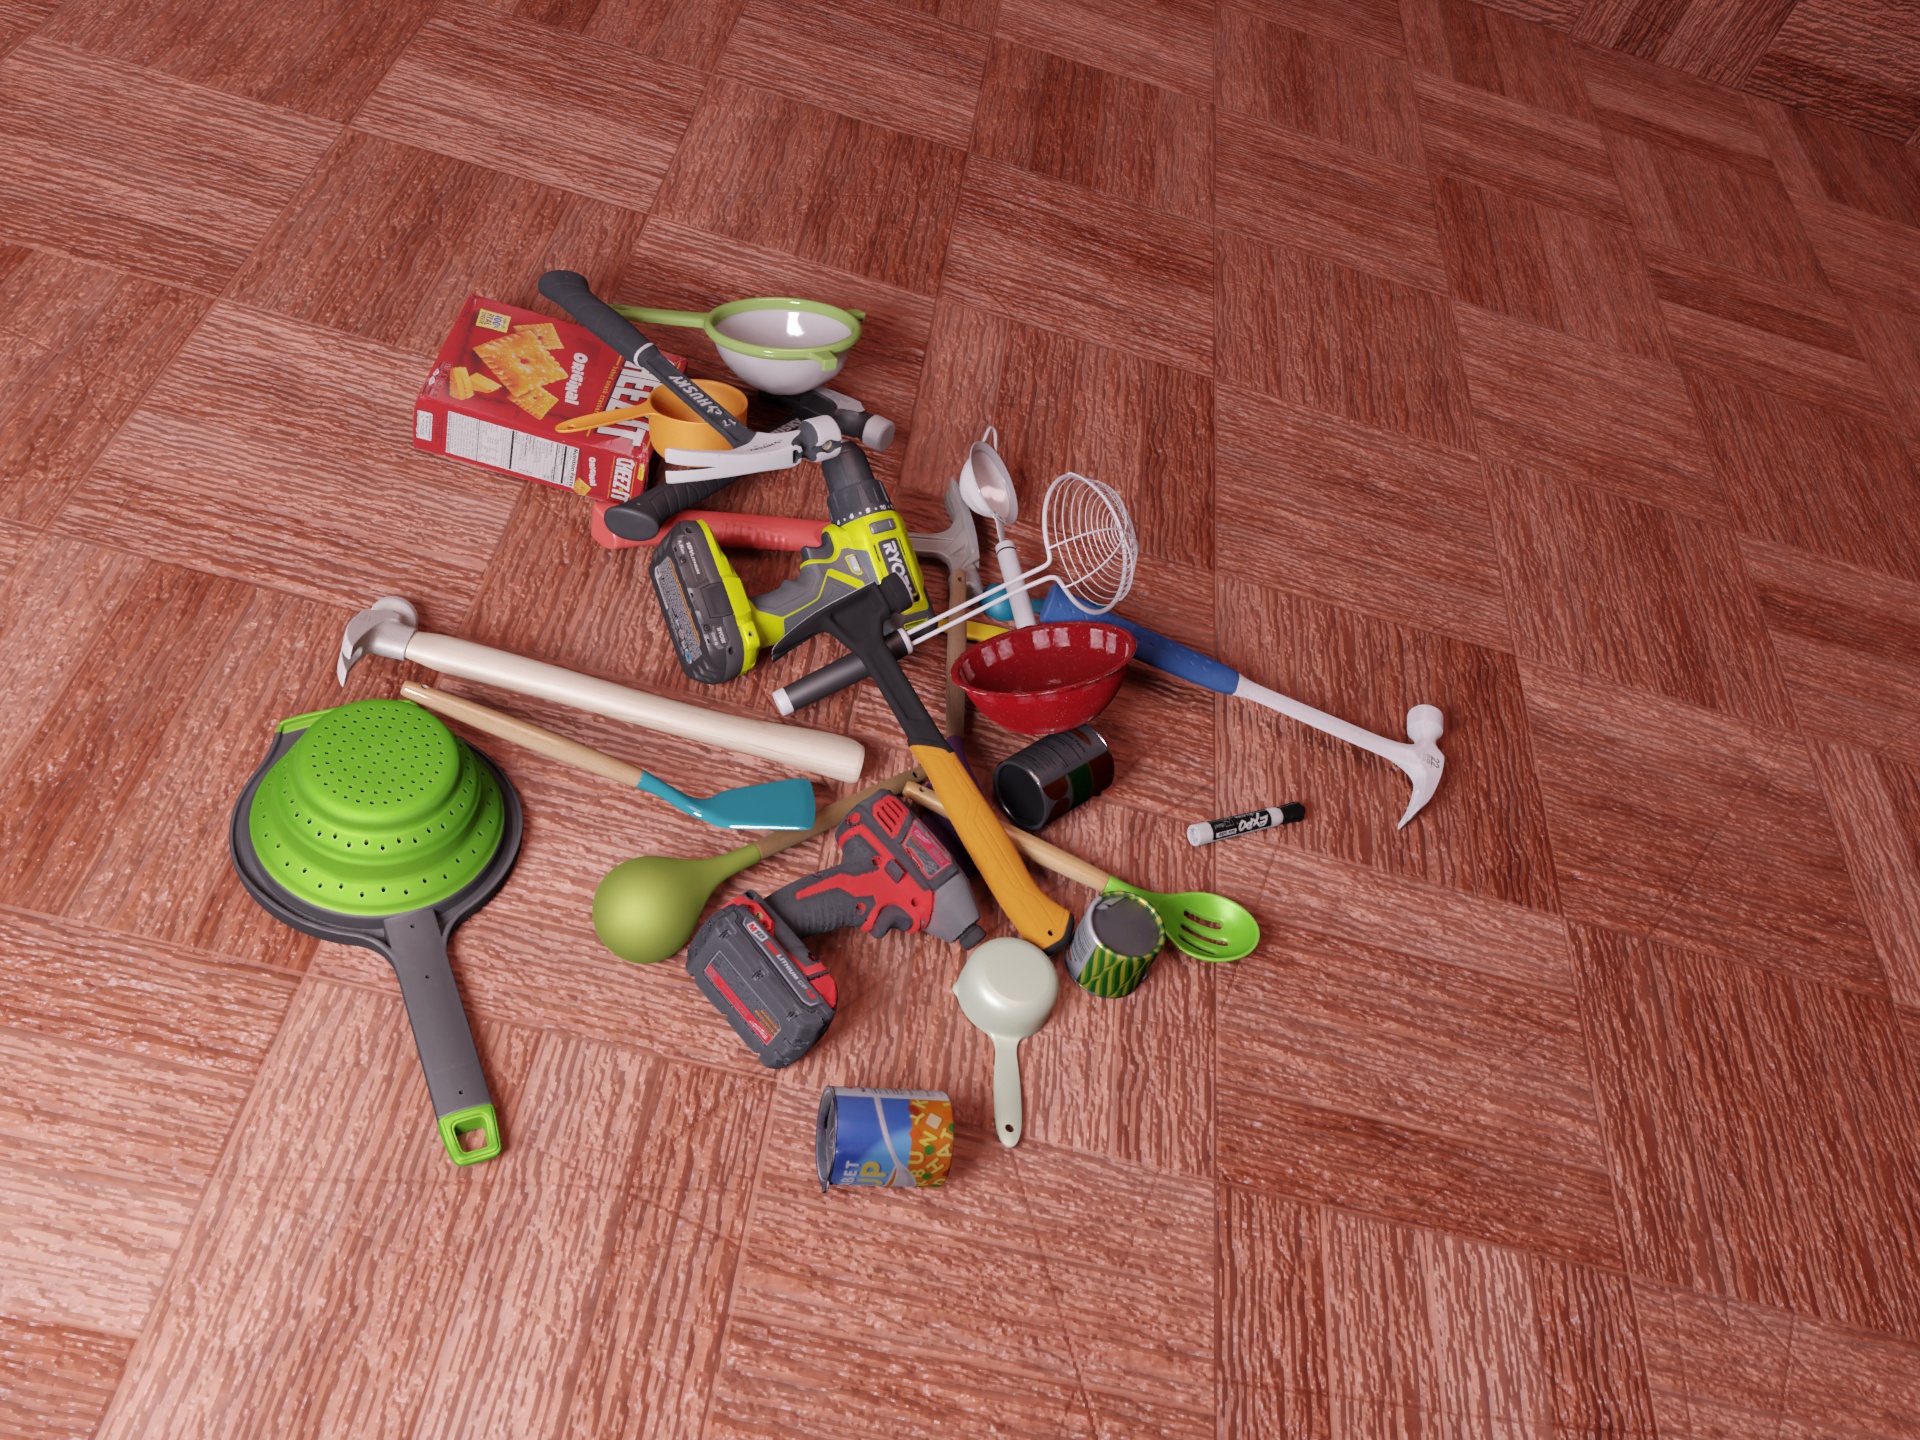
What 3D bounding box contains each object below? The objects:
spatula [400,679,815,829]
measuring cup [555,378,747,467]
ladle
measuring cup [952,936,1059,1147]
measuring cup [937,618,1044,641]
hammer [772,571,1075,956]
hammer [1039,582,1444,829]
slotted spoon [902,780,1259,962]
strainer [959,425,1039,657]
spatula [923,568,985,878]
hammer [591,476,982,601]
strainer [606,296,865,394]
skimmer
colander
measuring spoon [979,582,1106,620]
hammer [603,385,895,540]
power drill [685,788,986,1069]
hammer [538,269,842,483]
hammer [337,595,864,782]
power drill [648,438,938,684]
[{"bbox_3d":[-0.263,0.025,1.205,0.317,0.044,0.082,22,21,-17],"label":"spatula"},{"bbox_3d":[-0.271,-0.252,1.402,0.173,0.052,0.095,-17,43,-25],"label":"measuring cup"},{"bbox_3d":[-0.146,0.099,1.245,0.320,0.062,0.078,-25,77,-42],"label":"ladle"},{"bbox_3d":[0.039,0.235,1.185,0.083,0.038,0.168,10,46,-11],"label":"measuring cup"},{"bbox_3d":[0.055,-0.084,1.471,0.156,0.029,0.062,8,49,-16],"label":"measuring cup"},{"bbox_3d":[-0.018,0.046,1.278,0.127,0.034,0.337,-30,80,-15],"label":"hammer"},{"bbox_3d":[0.263,-0.026,1.469,0.405,0.035,0.144,23,47,-6],"label":"hammer"},{"bbox_3d":[0.096,0.121,1.303,0.314,0.031,0.070,25,46,0],"label":"slotted spoon"},{"bbox_3d":[0.038,-0.167,1.495,0.086,0.050,0.259,31,39,-51],"label":"strainer"},{"bbox_3d":[-0.002,-0.004,1.376,0.059,0.018,0.316,11,55,-16],"label":"spatula"},{"bbox_3d":[-0.158,-0.180,1.477,0.359,0.036,0.149,2,50,-18],"label":"hammer"},{"bbox_3d":[-0.224,-0.360,1.541,0.256,0.069,0.152,7,33,5],"label":"strainer"},{"bbox_3d":[-0.001,-0.098,1.383,0.363,0.090,0.127,-27,106,-11],"label":"skimmer"},{"bbox_3d":[-0.385,0.114,1.105,0.204,0.094,0.398,-11,55,-27],"label":"colander"},{"bbox_3d":[0.081,-0.115,1.512,0.128,0.021,0.042,1,51,-17],"label":"measuring spoon"},{"bbox_3d":[-0.209,-0.243,1.476,0.146,0.035,0.335,28,40,18],"label":"hammer"},{"bbox_3d":[-0.083,0.154,1.186,0.143,0.078,0.220,48,47,9],"label":"power drill"},{"bbox_3d":[-0.276,-0.315,1.411,0.149,0.036,0.409,-21,44,-31],"label":"hammer"},{"bbox_3d":[-0.276,-0.013,1.260,0.410,0.038,0.146,15,16,-11],"label":"hammer"},{"bbox_3d":[-0.145,-0.136,1.379,0.228,0.080,0.190,-18,86,-29],"label":"power drill"}]
